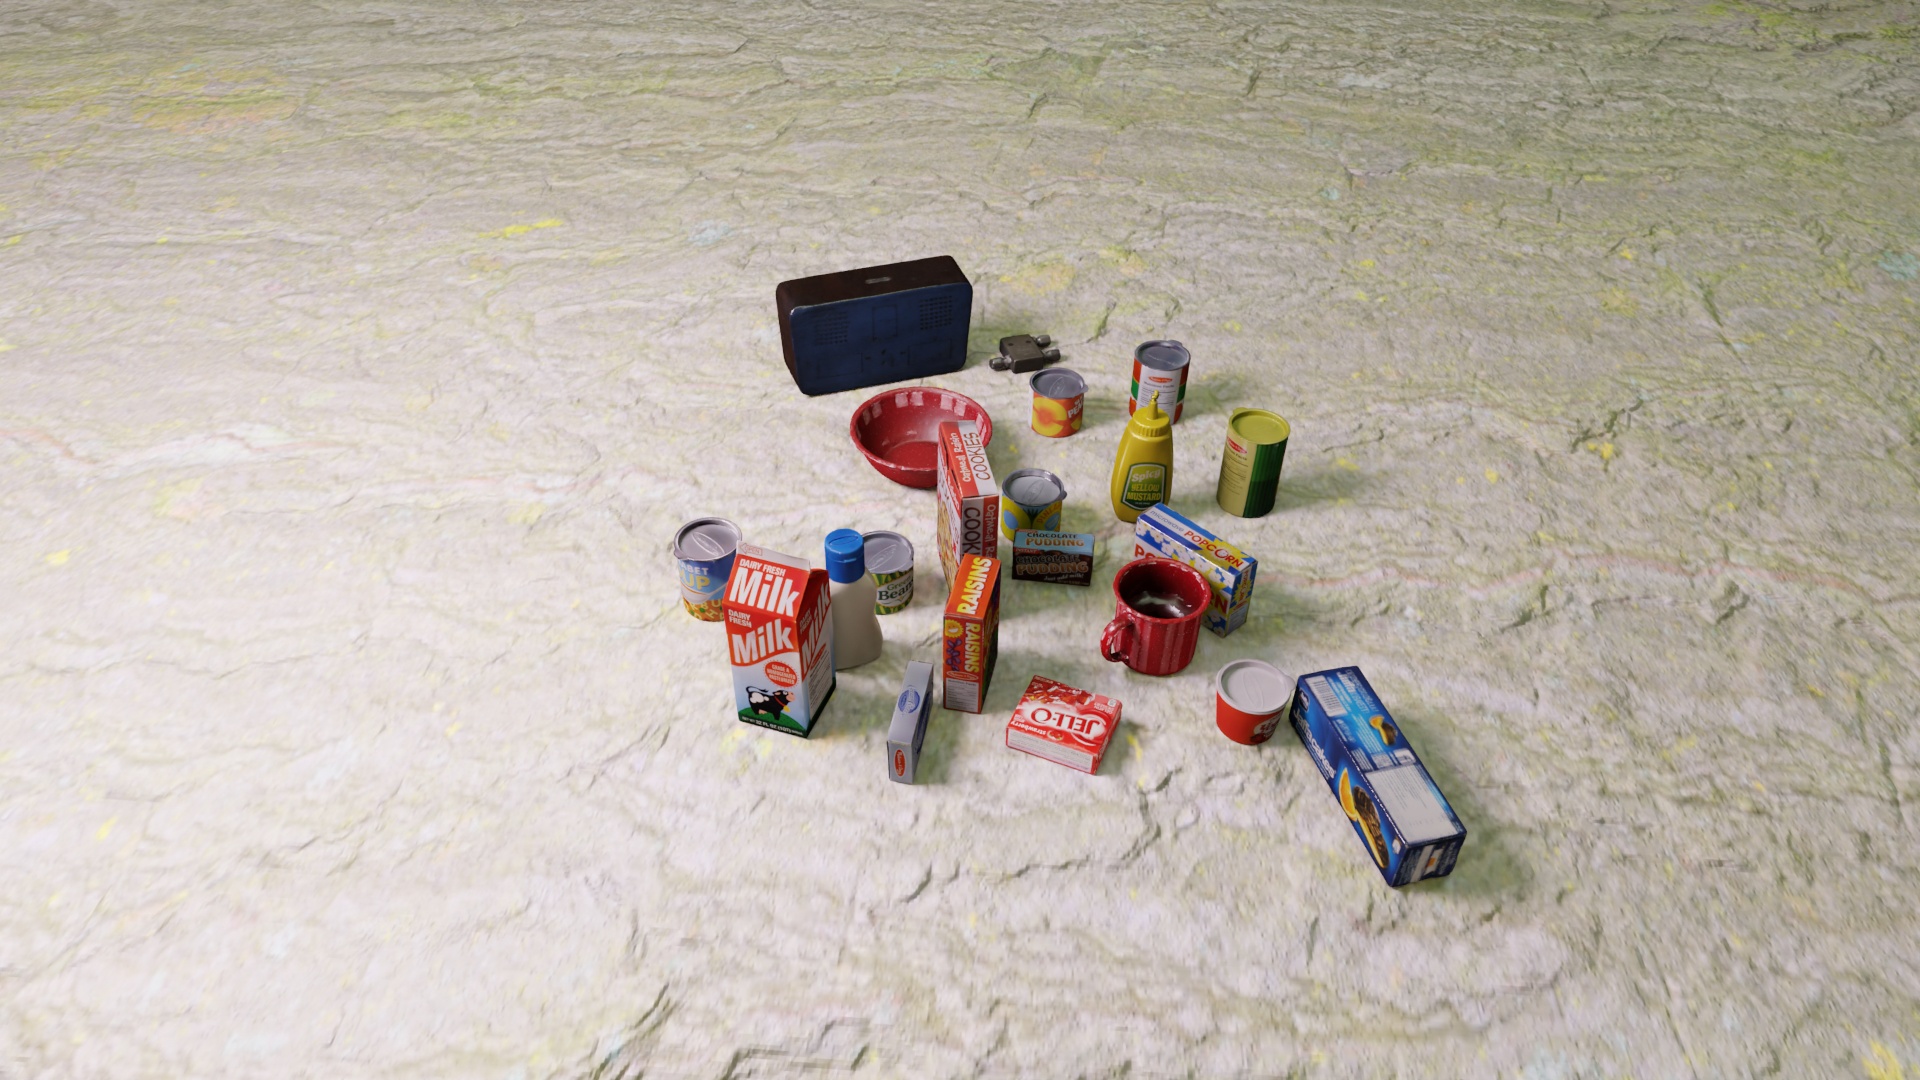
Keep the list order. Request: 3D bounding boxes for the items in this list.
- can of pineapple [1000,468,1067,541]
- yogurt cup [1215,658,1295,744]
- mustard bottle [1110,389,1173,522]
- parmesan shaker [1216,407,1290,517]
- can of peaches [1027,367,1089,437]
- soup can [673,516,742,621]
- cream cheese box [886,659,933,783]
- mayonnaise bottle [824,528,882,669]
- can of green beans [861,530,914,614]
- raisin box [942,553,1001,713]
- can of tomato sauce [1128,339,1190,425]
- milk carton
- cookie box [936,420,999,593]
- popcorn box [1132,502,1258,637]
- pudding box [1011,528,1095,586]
[{"bbox_3d":[0.078,-0.035,1.489,0.071,0.057,0.071,1,40,-1],"label":"can of pineapple"},{"bbox_3d":[0.266,0.151,1.278,0.072,0.053,0.073,1,40,-1],"label":"yogurt cup"},{"bbox_3d":[0.197,-0.091,1.481,0.065,0.159,0.049,0,40,-2],"label":"mustard bottle"},{"bbox_3d":[0.318,-0.086,1.522,0.071,0.102,0.072,1,40,-1],"label":"parmesan shaker"},{"bbox_3d":[0.115,-0.162,1.642,0.071,0.057,0.071,1,40,-1],"label":"can of peaches"},{"bbox_3d":[-0.249,0.030,1.381,0.071,0.083,0.072,1,40,-1],"label":"soup can"},{"bbox_3d":[-0.045,0.163,1.253,0.024,0.053,0.104,7,40,7],"label":"cream cheese box"},{"bbox_3d":[-0.107,0.055,1.306,0.065,0.147,0.041,-13,42,-17],"label":"mayonnaise bottle"},{"bbox_3d":[-0.080,0.033,1.404,0.071,0.057,0.071,1,40,-1],"label":"can of green beans"},{"bbox_3d":[0.010,0.087,1.292,0.040,0.122,0.086,9,41,9],"label":"raisin box"},{"bbox_3d":[0.237,-0.188,1.657,0.071,0.082,0.071,1,40,-1],"label":"can of tomato sauce"},{"bbox_3d":[-0.161,0.081,1.242,0.072,0.189,0.074,13,41,14],"label":"milk carton"},{"bbox_3d":[0.005,-0.017,1.381,0.040,0.166,0.123,-6,41,-9],"label":"cookie box"},{"bbox_3d":[0.232,0.029,1.397,0.038,0.084,0.127,-31,50,-33],"label":"popcorn box"},{"bbox_3d":[0.096,0.017,1.435,0.084,0.049,0.030,5,40,4],"label":"pudding box"}]
